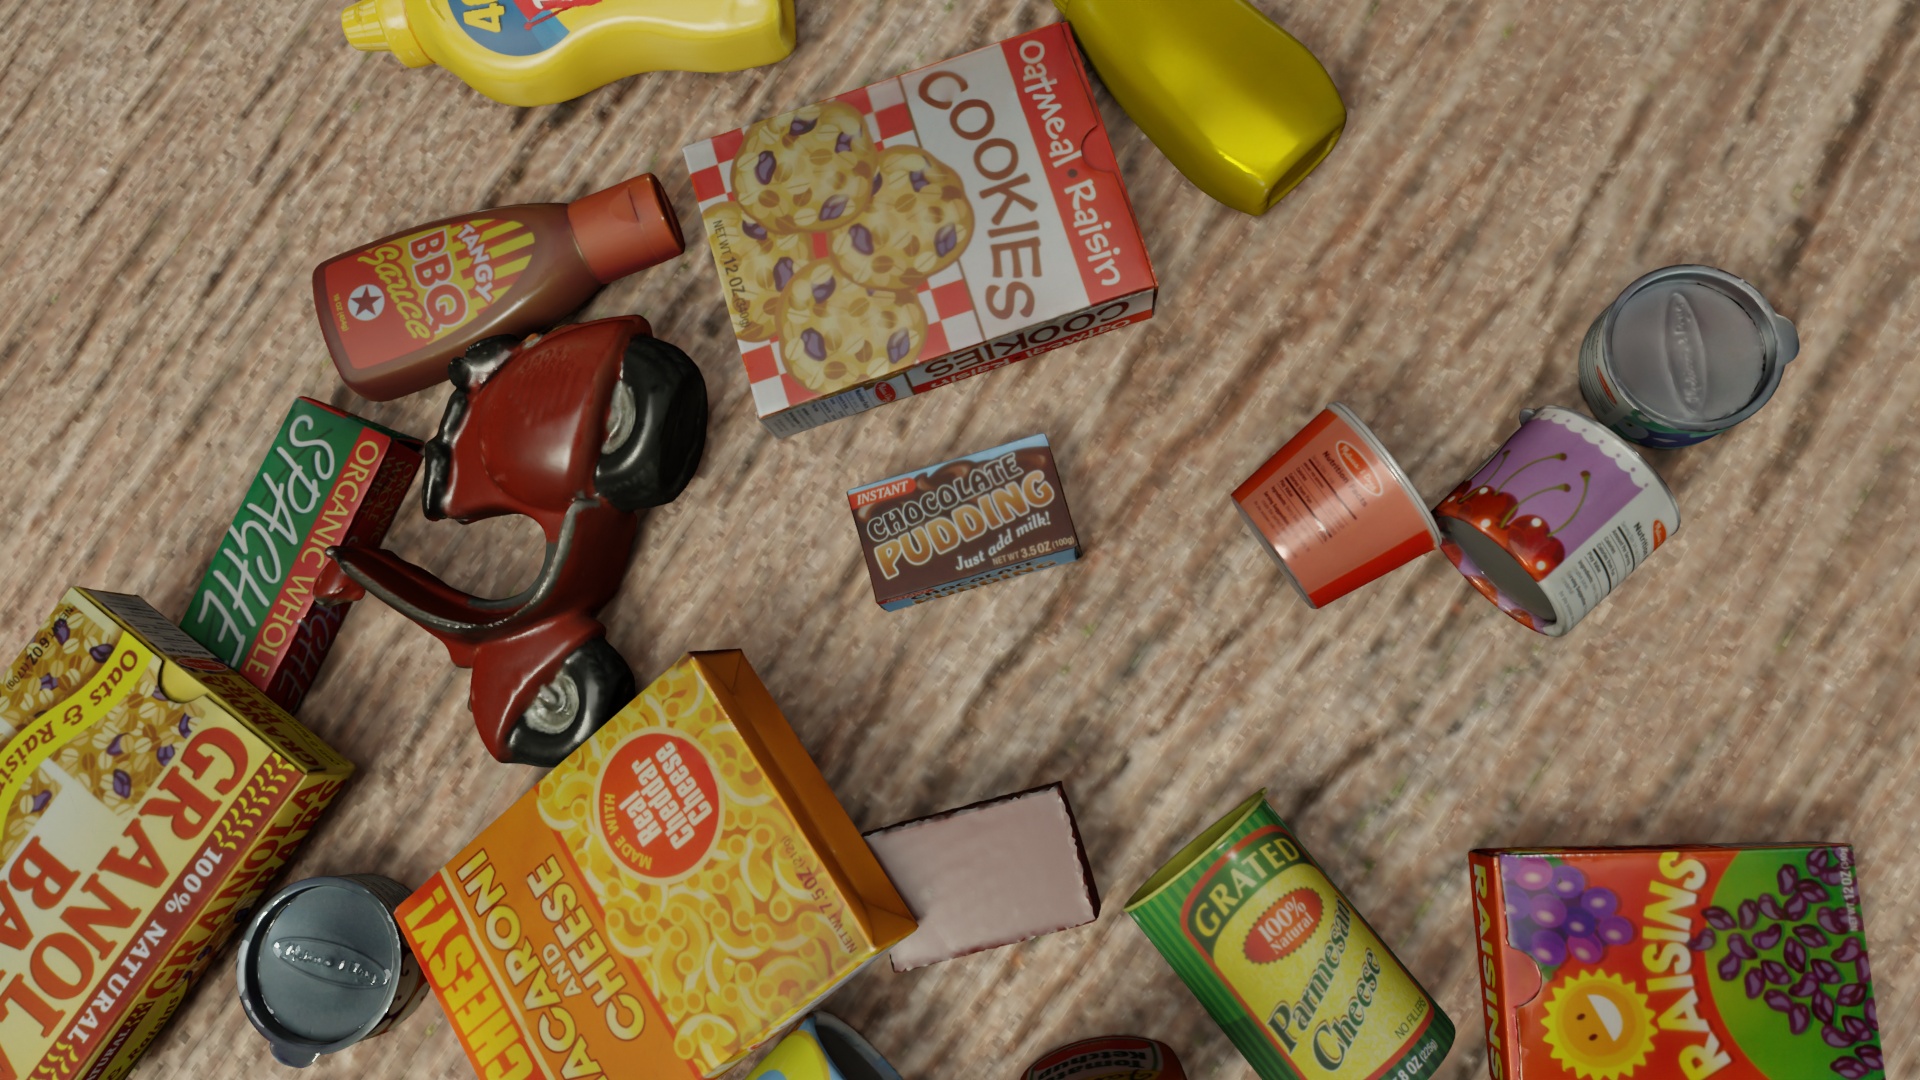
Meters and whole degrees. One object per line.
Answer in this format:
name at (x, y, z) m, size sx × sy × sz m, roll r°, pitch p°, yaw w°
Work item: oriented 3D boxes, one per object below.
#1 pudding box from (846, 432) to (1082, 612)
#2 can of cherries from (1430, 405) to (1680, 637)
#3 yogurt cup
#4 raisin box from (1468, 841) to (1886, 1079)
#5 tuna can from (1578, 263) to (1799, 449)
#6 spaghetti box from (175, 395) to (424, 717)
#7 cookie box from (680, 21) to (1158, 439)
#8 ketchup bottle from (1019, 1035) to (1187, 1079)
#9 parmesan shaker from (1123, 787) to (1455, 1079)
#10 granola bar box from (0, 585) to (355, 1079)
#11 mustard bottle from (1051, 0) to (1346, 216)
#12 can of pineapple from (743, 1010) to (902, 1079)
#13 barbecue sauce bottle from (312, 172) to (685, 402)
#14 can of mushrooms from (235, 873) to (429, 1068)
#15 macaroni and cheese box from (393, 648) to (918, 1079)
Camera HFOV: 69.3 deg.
pudding box at (0.002, -0.007, 0.554) m, size 0.084 × 0.030 × 0.050 m, roll -15°, pitch 78°, yaw 2°
can of cherries at (0.217, -0.008, 0.517) m, size 0.058 × 0.071 × 0.071 m, roll -43°, pitch 79°, yaw -2°
yogurt cup at (0.140, -0.011, 0.525) m, size 0.054 × 0.072 × 0.072 m, roll -36°, pitch 79°, yaw 7°
raisin box at (0.252, 0.153, 0.496) m, size 0.123 × 0.040 × 0.086 m, roll -2°, pitch 81°, yaw 6°
tuna can at (0.280, -0.070, 0.537) m, size 0.071 × 0.033 × 0.071 m, roll -1°, pitch 80°, yaw 5°
spaghetti box at (-0.301, 0.061, 0.572) m, size 0.050 × 0.028 × 0.250 m, roll 23°, pitch 83°, yaw 8°
cookie box at (-0.017, -0.127, 0.572) m, size 0.167 × 0.040 × 0.123 m, roll -18°, pitch 79°, yaw 2°
ketchup bottle at (0.047, 0.199, 0.452) m, size 0.065 × 0.148 × 0.043 m, roll -13°, pitch 81°, yaw 4°
parmesan shaker at (0.119, 0.150, 0.497) m, size 0.071 × 0.071 × 0.103 m, roll -40°, pitch 79°, yaw -2°
granola bar box at (-0.334, 0.119, 0.529) m, size 0.124 × 0.039 × 0.165 m, roll 34°, pitch 85°, yaw 10°
mustard bottle at (0.085, -0.206, 0.573) m, size 0.065 × 0.048 × 0.160 m, roll -41°, pitch 78°, yaw -3°
can of pineapple at (-0.051, 0.215, 0.499) m, size 0.071 × 0.071 × 0.058 m, roll 44°, pitch 87°, yaw 11°
barbecue sauce bottle at (-0.192, -0.112, 0.585) m, size 0.148 × 0.043 × 0.065 m, roll -20°, pitch 78°, yaw 1°
can of mushrooms at (-0.244, 0.167, 0.545) m, size 0.071 × 0.033 × 0.071 m, roll -1°, pitch 80°, yaw 5°
macaroni and cheese box at (-0.115, 0.138, 0.508) m, size 0.166 × 0.040 × 0.124 m, roll -40°, pitch 73°, yaw 16°
